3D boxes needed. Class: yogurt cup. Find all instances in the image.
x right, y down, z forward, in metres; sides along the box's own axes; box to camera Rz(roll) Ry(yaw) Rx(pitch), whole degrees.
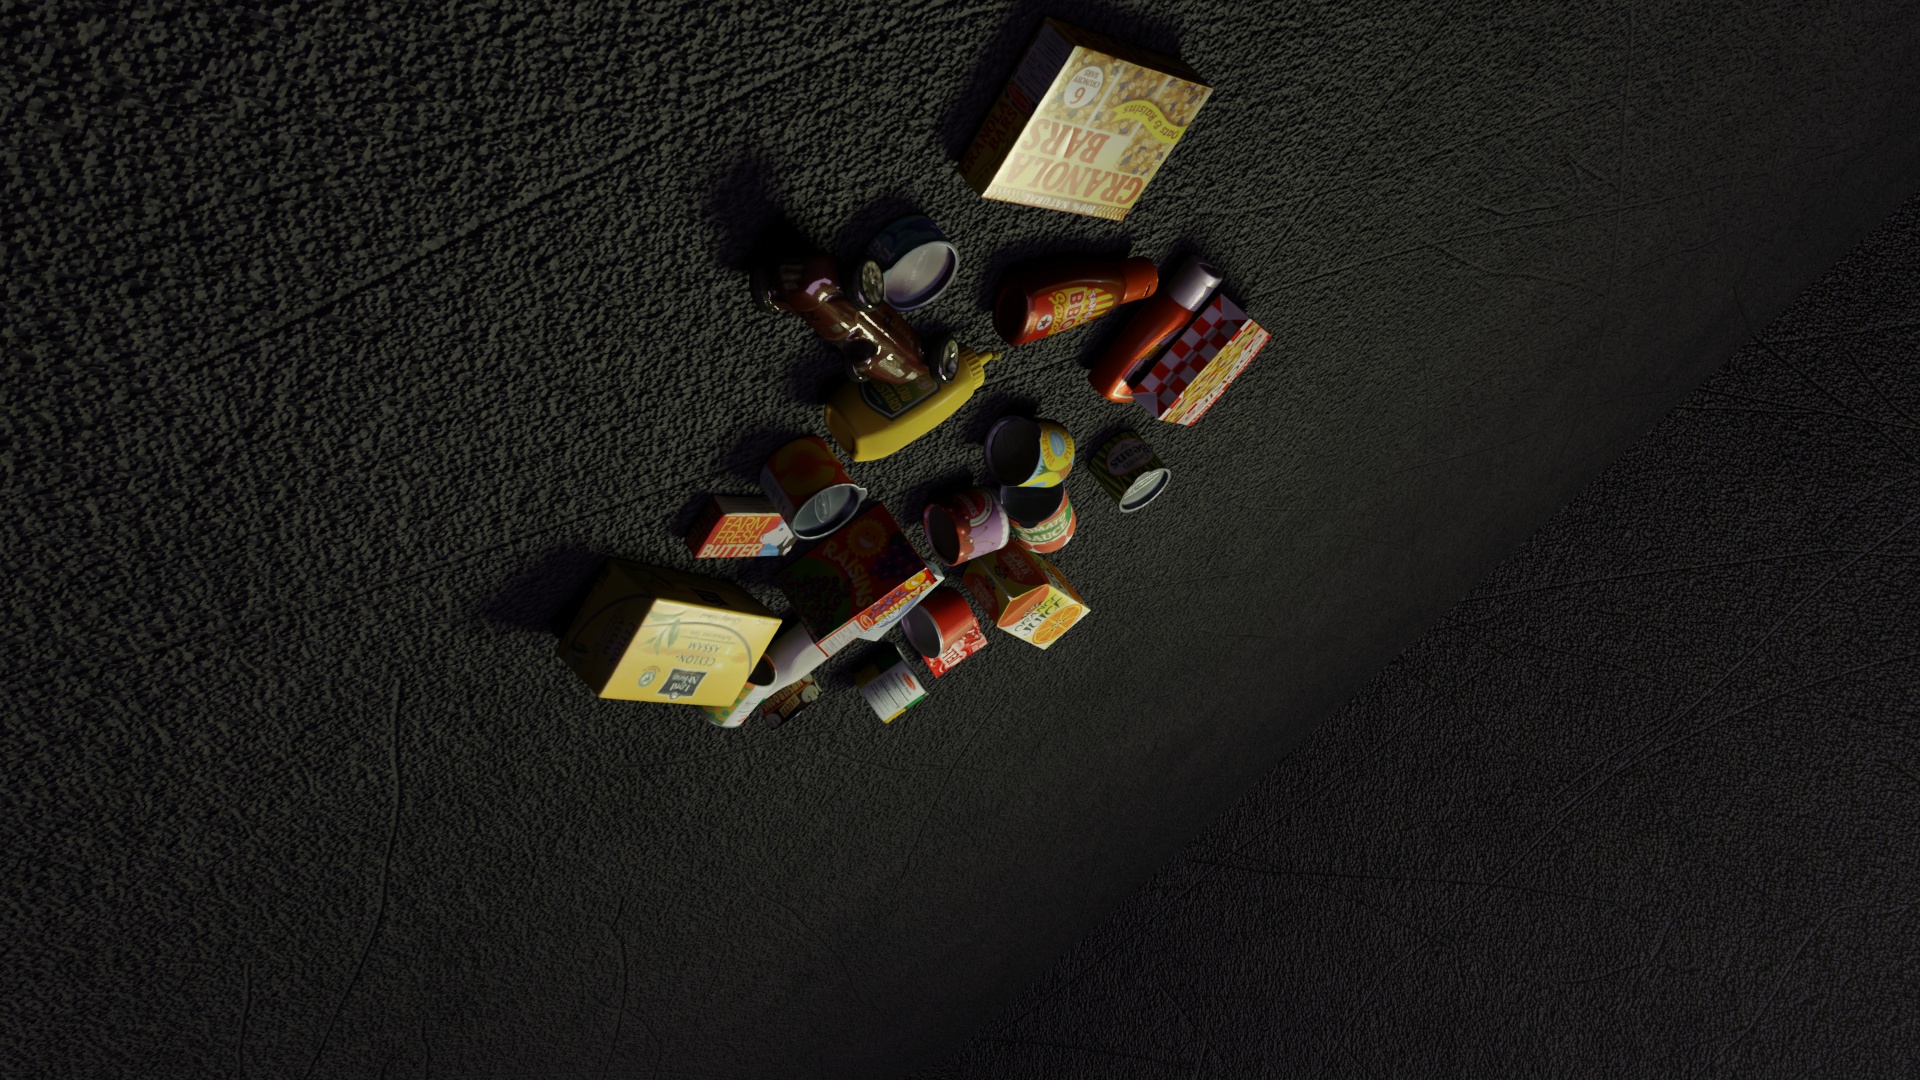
[{"bbox_3d":[-0.023,0.084,1.470,0.054,0.072,0.072,-30,154,-31],"label":"yogurt cup"}]

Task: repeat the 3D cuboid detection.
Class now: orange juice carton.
[{"bbox_3d":[0.067,0.056,1.523,0.073,0.072,0.192,-41,154,9],"label":"orange juice carton"}]

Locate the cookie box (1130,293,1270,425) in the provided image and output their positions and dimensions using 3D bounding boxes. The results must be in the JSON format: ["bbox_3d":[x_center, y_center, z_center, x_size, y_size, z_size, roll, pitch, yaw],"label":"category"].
[{"bbox_3d":[0.234,-0.169,1.332,0.122,0.040,0.168,-49,167,14],"label":"cookie box"}]

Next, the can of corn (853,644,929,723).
[{"bbox_3d":[-0.077,0.158,1.526,0.058,0.071,0.071,-34,154,-2],"label":"can of corn"}]

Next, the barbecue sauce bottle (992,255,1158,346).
[{"bbox_3d":[0.098,-0.206,1.156,0.149,0.044,0.064,-20,149,-31],"label":"barbecue sauce bottle"}]

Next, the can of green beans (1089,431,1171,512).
[{"bbox_3d":[0.178,-0.073,1.460,0.071,0.058,0.071,-28,153,-16],"label":"can of green beans"}]

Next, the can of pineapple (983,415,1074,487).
[{"bbox_3d":[0.066,-0.083,1.294,0.058,0.071,0.070,-1,138,-51],"label":"can of pineapple"}]

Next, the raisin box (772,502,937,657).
[{"bbox_3d":[-0.096,0.036,1.272,0.123,0.086,0.040,-35,152,-3],"label":"raisin box"}]

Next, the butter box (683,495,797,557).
[{"bbox_3d":[-0.177,-0.012,1.165,0.104,0.024,0.053,-1,137,-50],"label":"butter box"}]

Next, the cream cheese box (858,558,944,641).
[{"bbox_3d":[-0.069,0.059,1.416,0.103,0.024,0.053,-43,155,14],"label":"cream cheese box"}]

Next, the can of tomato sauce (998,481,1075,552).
[{"bbox_3d":[0.078,-0.030,1.395,0.071,0.071,0.083,-35,155,-2],"label":"can of tomato sauce"}]

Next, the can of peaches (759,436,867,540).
[{"bbox_3d":[-0.122,-0.044,1.140,0.071,0.058,0.071,-29,152,-16],"label":"can of peaches"}]

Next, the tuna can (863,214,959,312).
[{"bbox_3d":[-0.039,-0.201,1.008,0.071,0.033,0.070,-29,153,-16],"label":"tuna can"}]

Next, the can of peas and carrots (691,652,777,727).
[{"bbox_3d":[-0.218,0.131,1.310,0.058,0.071,0.071,-48,152,22],"label":"can of peas and carrots"}]

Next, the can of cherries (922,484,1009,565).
[{"bbox_3d":[0.005,-0.017,1.333,0.058,0.072,0.071,-19,149,-29],"label":"can of cherries"}]

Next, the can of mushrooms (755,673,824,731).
[{"bbox_3d":[-0.175,0.163,1.417,0.071,0.033,0.071,-35,-178,1],"label":"can of mushrooms"}]

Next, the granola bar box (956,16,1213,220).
[{"bbox_3d":[0.090,-0.298,0.999,0.166,0.039,0.123,-5,140,-47],"label":"granola bar box"}]

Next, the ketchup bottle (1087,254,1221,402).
[{"bbox_3d":[0.180,-0.194,1.277,0.065,0.043,0.148,-9,143,-53],"label":"ketchup bottle"}]

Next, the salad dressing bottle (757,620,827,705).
[{"bbox_3d":[-0.174,0.120,1.368,0.147,0.044,0.064,-37,161,4],"label":"salad dressing bottle"}]

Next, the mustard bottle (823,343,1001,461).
[{"bbox_3d":[-0.031,-0.122,1.120,0.161,0.065,0.048,-31,160,-24],"label":"mustard bottle"}]
